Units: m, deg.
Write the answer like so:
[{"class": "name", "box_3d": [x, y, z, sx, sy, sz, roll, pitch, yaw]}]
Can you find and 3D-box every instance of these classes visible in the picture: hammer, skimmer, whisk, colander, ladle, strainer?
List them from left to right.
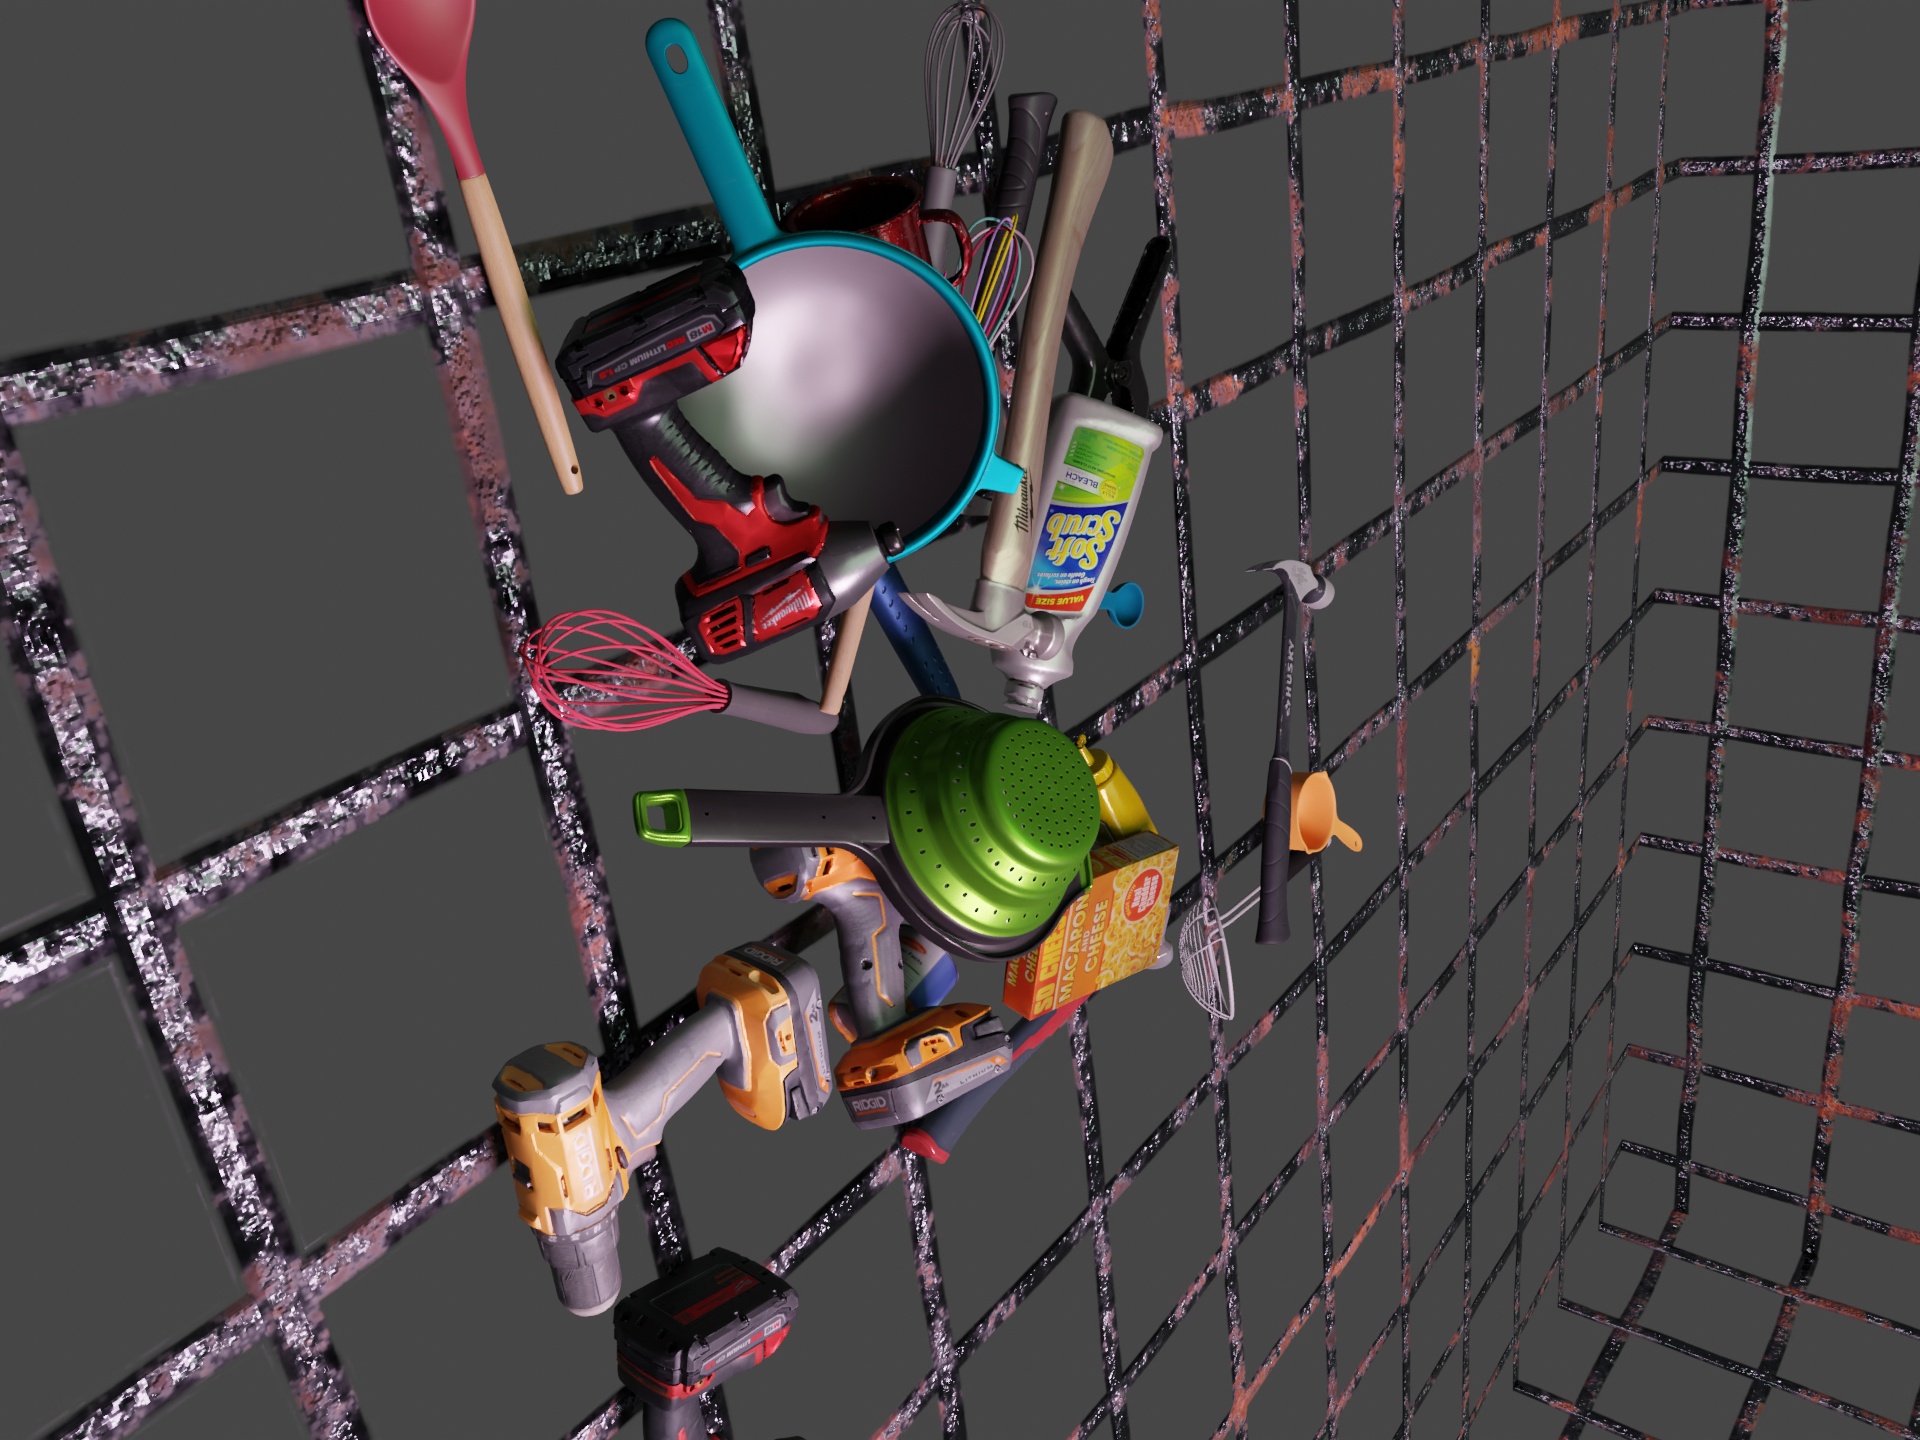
[{"class": "ladle", "box_3d": [-0.254, -0.268, 0.860, 0.069, 0.031, 0.315, -40, 131, -40]}, {"class": "whisk", "box_3d": [-0.167, -0.019, 1.016, 0.295, 0.073, 0.073, 13, 89, -59]}, {"class": "strainer", "box_3d": [-0.108, -0.260, 0.983, 0.095, 0.211, 0.340, -103, 170, -66]}, {"class": "colander", "box_3d": [-0.030, 0.058, 1.086, 0.396, 0.094, 0.205, 4, 67, -41]}, {"class": "whisk", "box_3d": [-0.011, -0.390, 1.134, 0.055, 0.055, 0.239, -1, 104, -53]}, {"class": "hammer", "box_3d": [-0.002, -0.004, 1.255, 0.144, 0.035, 0.405, -55, 137, -28]}, {"class": "whisk", "box_3d": [-0.001, -0.248, 1.121, 0.051, 0.047, 0.245, 24, 80, -37]}, {"class": "hammer", "box_3d": [0.026, -0.317, 1.206, 0.146, 0.035, 0.335, 19, 83, -57]}, {"class": "hammer", "box_3d": [0.049, -0.259, 1.182, 0.146, 0.038, 0.411, 16, 82, -44]}, {"class": "hammer", "box_3d": [0.076, 0.251, 1.424, 0.386, 0.038, 0.143, -37, 125, -42]}, {"class": "skimmer", "box_3d": [0.338, 0.198, 1.712, 0.363, 0.090, 0.127, -28, 114, -47]}, {"class": "hammer", "box_3d": [0.332, 0.028, 1.645, 0.149, 0.036, 0.409, 20, 71, -50]}]

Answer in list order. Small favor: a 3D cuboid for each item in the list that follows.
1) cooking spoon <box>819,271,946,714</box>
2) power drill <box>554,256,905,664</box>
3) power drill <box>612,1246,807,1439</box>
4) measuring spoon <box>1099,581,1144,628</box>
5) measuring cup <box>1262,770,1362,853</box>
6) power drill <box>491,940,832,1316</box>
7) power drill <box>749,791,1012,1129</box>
[{"class": "cooking spoon", "box_3d": [-0.051, -0.158, 1.098, 0.069, 0.017, 0.319, 131, -27, -82]}, {"class": "power drill", "box_3d": [-0.132, -0.149, 0.939, 0.079, 0.143, 0.219, -105, 171, -62]}, {"class": "power drill", "box_3d": [-0.170, 0.500, 1.137, 0.188, 0.080, 0.226, -11, 111, -51]}, {"class": "measuring spoon", "box_3d": [0.114, -0.109, 1.403, 0.128, 0.021, 0.042, 8, 94, -44]}, {"class": "measuring cup", "box_3d": [0.396, 0.115, 1.788, 0.173, 0.052, 0.095, 32, 68, -47]}, {"class": "power drill", "box_3d": [-0.191, 0.266, 1.044, 0.226, 0.084, 0.185, -26, 120, -42]}, {"class": "power drill", "box_3d": [-0.046, 0.158, 1.143, 0.164, 0.084, 0.226, -16, 85, -45]}]
